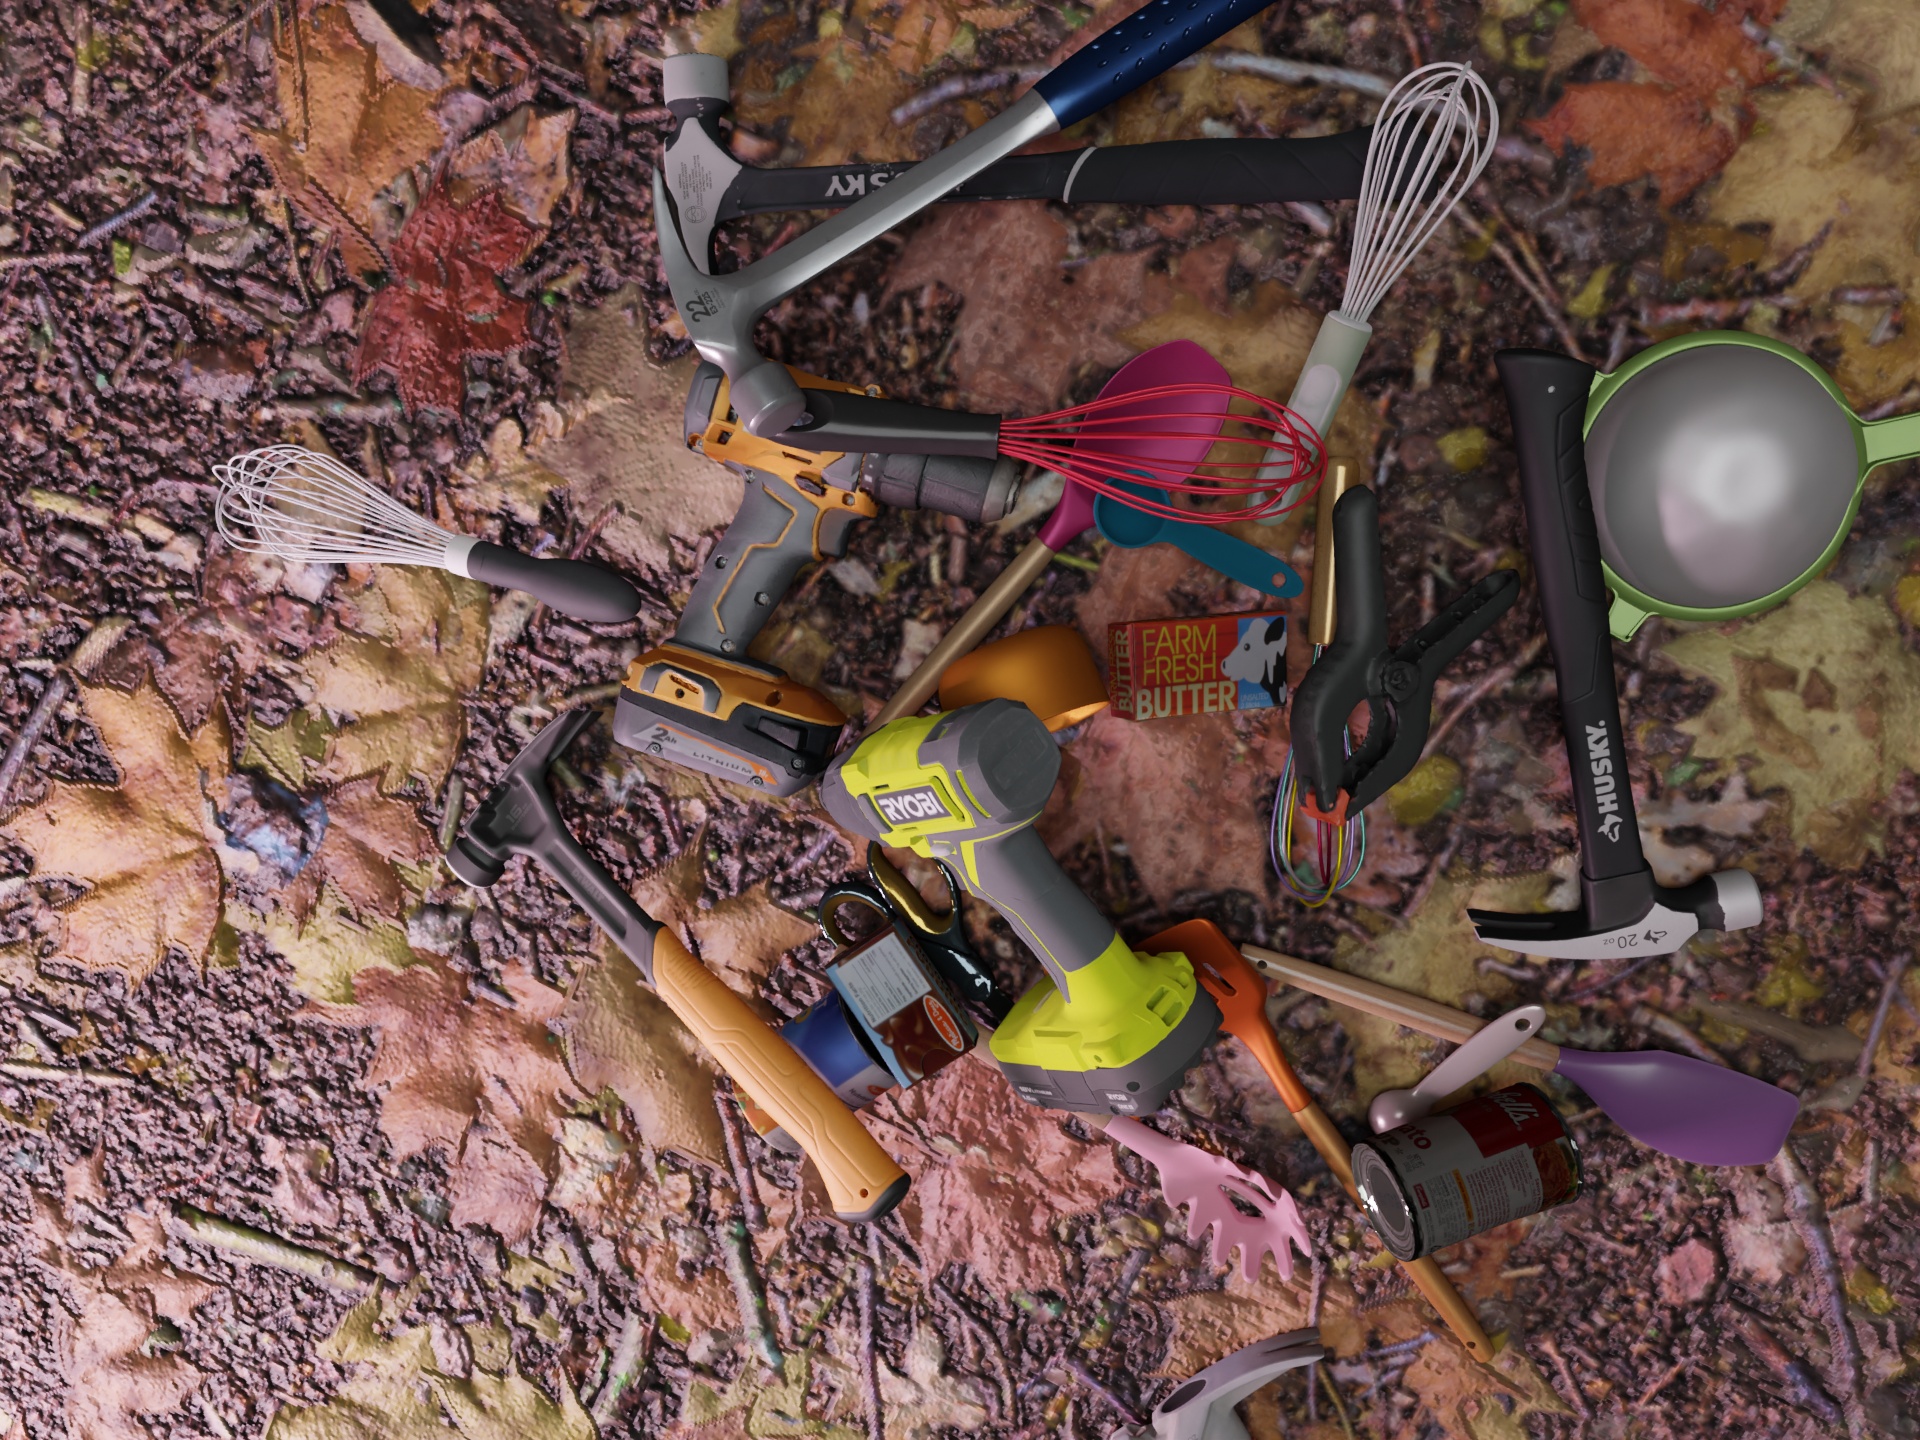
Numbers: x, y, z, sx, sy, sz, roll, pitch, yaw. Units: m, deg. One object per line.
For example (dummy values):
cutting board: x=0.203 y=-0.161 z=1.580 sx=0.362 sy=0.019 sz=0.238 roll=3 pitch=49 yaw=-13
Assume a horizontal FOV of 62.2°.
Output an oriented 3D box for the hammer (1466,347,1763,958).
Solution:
hammer: x=0.314 y=-0.027 z=0.816 sx=0.146 sy=0.035 sz=0.334 roll=-13 pitch=108 yaw=9

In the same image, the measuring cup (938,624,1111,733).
measuring cup: x=-0.001 y=-0.003 z=0.882 sx=0.173 sy=0.095 sz=0.052 roll=-23 pitch=83 yaw=31

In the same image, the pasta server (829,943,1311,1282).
pasta server: x=0.060 y=0.218 z=0.911 sx=0.316 sy=0.040 sz=0.060 roll=31 pitch=115 yaw=0

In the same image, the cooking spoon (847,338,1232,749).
cooking spoon: x=0.031 y=-0.079 z=0.886 sx=0.068 sy=0.017 sz=0.319 roll=38 pitch=103 yaw=-16

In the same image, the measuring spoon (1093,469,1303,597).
measuring spoon: x=0.129 y=-0.097 z=0.866 sx=0.128 sy=0.021 sz=0.042 roll=24 pitch=96 yaw=-13

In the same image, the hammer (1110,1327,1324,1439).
hammer: x=0.258 y=0.544 z=0.943 sx=0.143 sy=0.038 sz=0.386 roll=-36 pitch=92 yaw=10

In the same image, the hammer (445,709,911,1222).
hammer: x=-0.149 y=0.143 z=0.894 sx=0.337 sy=0.034 sz=0.127 roll=43 pitch=102 yaw=16

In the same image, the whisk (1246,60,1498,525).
whisk: x=0.202 y=-0.210 z=0.810 sx=0.058 sy=0.059 sz=0.246 roll=25 pitch=116 yaw=9

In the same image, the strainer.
strainer: x=0.439 y=-0.133 z=0.795 sx=0.256 sy=0.069 sz=0.151 roll=-11 pitch=97 yaw=11

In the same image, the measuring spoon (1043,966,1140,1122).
measuring spoon: x=0.077 y=0.188 z=0.925 sx=0.021 sy=0.011 sz=0.117 roll=-23 pitch=95 yaw=11

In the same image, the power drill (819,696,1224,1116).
power drill: x=0.024 y=0.096 z=0.833 sx=0.171 sy=0.080 sz=0.223 roll=-14 pitch=114 yaw=54

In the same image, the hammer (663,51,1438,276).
hammer: x=0.043 y=-0.284 z=0.845 sx=0.409 sy=0.036 sz=0.149 roll=0 pitch=100 yaw=8

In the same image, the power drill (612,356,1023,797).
power drill: x=-0.080 y=-0.075 z=0.874 sx=0.185 sy=0.084 sz=0.226 roll=18 pitch=96 yaw=5

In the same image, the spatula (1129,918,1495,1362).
spatula: x=0.204 y=0.242 z=0.901 sx=0.081 sy=0.041 sz=0.322 roll=-34 pitch=95 yaw=34

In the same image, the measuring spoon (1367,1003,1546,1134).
measuring spoon: x=0.276 y=0.198 z=0.882 sx=0.034 sy=0.018 sz=0.124 roll=39 pitch=115 yaw=-7

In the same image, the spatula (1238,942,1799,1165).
spatula: x=0.306 y=0.183 z=0.889 sx=0.316 sy=0.018 sz=0.059 roll=19 pitch=105 yaw=4

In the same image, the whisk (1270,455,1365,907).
whisk: x=0.200 y=-0.019 z=0.861 sx=0.051 sy=0.047 sz=0.245 roll=4 pitch=96 yaw=9

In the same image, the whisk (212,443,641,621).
whisk: x=-0.301 y=-0.098 z=0.885 sx=0.285 sy=0.070 sz=0.070 roll=17 pitch=101 yaw=18

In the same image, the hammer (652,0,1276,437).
hammer: x=0.031 y=-0.308 z=0.801 sx=0.405 sy=0.035 sz=0.144 roll=-32 pitch=81 yaw=-1

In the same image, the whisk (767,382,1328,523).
whisk: x=0.039 y=-0.144 z=0.814 sx=0.296 sy=0.073 sz=0.073 roll=6 pitch=100 yaw=3
